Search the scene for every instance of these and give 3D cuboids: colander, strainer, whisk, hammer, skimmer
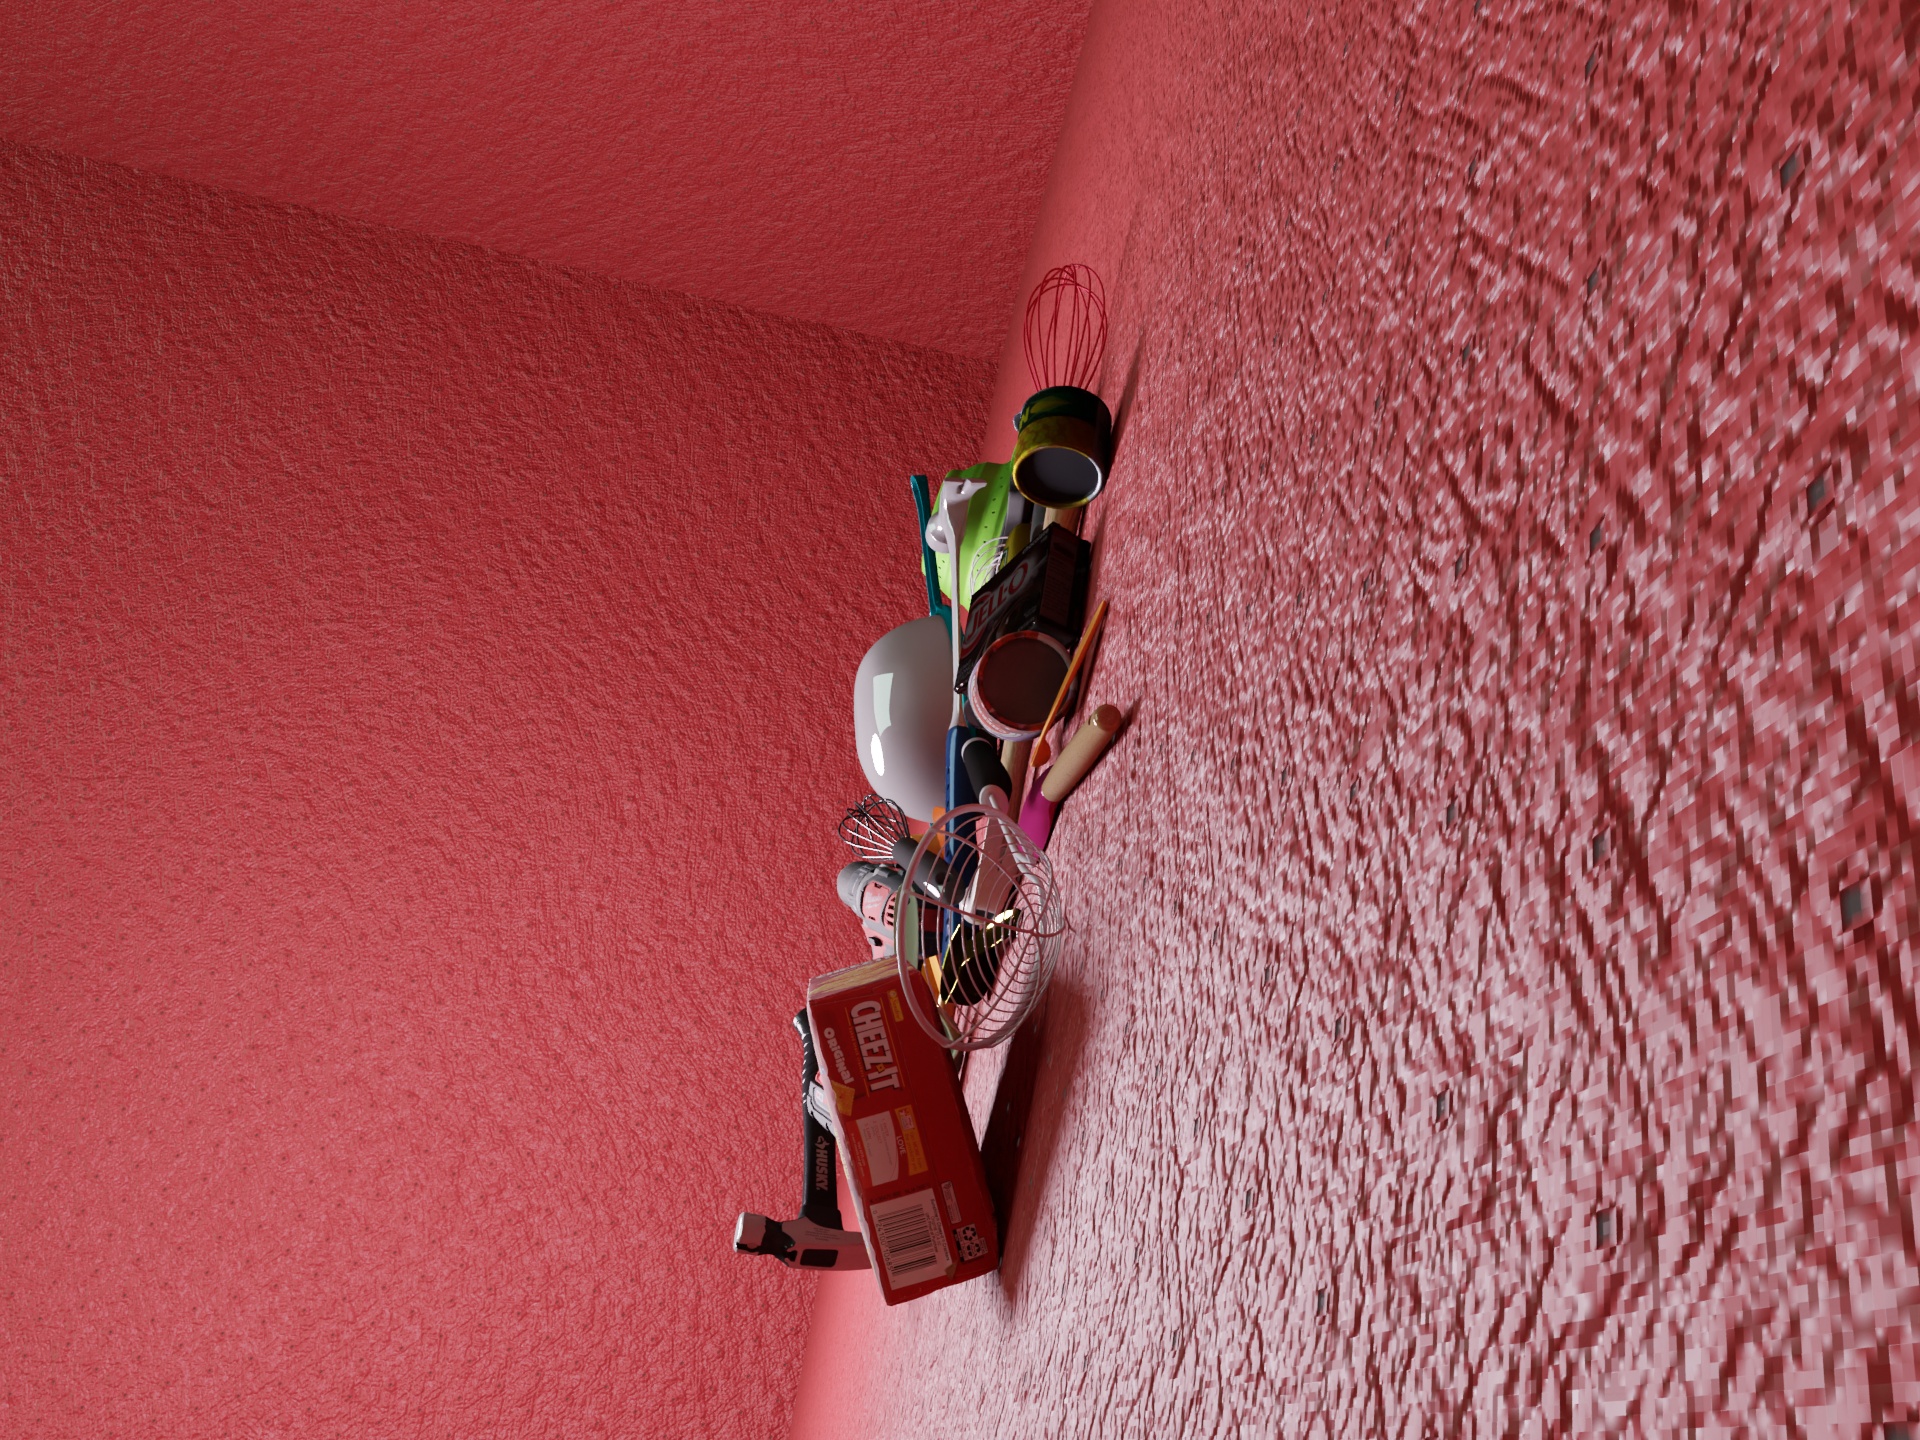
[{"bbox_3d":[0.018,-0.200,1.499,0.397,0.094,0.204,90,-164,-80],"label":"colander"},{"bbox_3d":[-0.056,-0.061,1.466,0.211,0.095,0.340,131,133,-76],"label":"strainer"},{"bbox_3d":[-0.046,0.103,1.245,0.239,0.055,0.055,-152,73,-67],"label":"whisk"},{"bbox_3d":[-0.121,0.362,1.427,0.335,0.146,0.035,-100,24,-65],"label":"hammer"},{"bbox_3d":[-0.001,0.074,0.952,0.363,0.090,0.127,-110,5,-75],"label":"skimmer"},{"bbox_3d":[0.031,-0.031,1.414,0.070,0.070,0.284,-84,1,-62],"label":"whisk"},{"bbox_3d":[-0.002,-0.004,1.274,0.144,0.035,0.406,113,157,-71],"label":"hammer"},{"bbox_3d":[0.049,-0.016,1.177,0.130,0.031,0.331,114,168,-76],"label":"hammer"},{"bbox_3d":[0.080,-0.248,1.292,0.073,0.073,0.296,110,166,-69],"label":"whisk"}]

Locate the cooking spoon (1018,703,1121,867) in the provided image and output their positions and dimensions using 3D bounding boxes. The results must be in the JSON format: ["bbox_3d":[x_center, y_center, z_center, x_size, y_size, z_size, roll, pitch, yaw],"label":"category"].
[{"bbox_3d":[0.058,0.035,0.934,0.318,0.017,0.069,112,171,-75],"label":"cooking spoon"}]

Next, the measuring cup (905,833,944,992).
[{"bbox_3d":[-0.009,0.179,1.417,0.095,0.052,0.174,111,147,-55],"label":"measuring cup"}]

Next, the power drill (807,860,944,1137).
[{"bbox_3d":[-0.070,0.230,1.347,0.188,0.080,0.227,11,93,64],"label":"power drill"}]

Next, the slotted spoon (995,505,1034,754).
[{"bbox_3d":[0.057,-0.116,1.485,0.070,0.031,0.314,-85,8,-86],"label":"slotted spoon"}]

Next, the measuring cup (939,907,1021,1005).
[{"bbox_3d":[0.023,0.162,1.118,0.156,0.029,0.062,132,152,-60],"label":"measuring cup"}]

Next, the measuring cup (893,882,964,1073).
[{"bbox_3d":[-0.035,0.212,1.241,0.038,0.083,0.168,30,-124,-65],"label":"measuring cup"}]

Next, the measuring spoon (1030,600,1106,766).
[{"bbox_3d":[0.069,-0.021,0.978,0.021,0.011,0.117,-74,6,-69],"label":"measuring spoon"}]

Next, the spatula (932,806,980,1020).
[{"bbox_3d":[-0.019,0.236,1.346,0.081,0.041,0.322,18,98,63],"label":"spatula"}]
